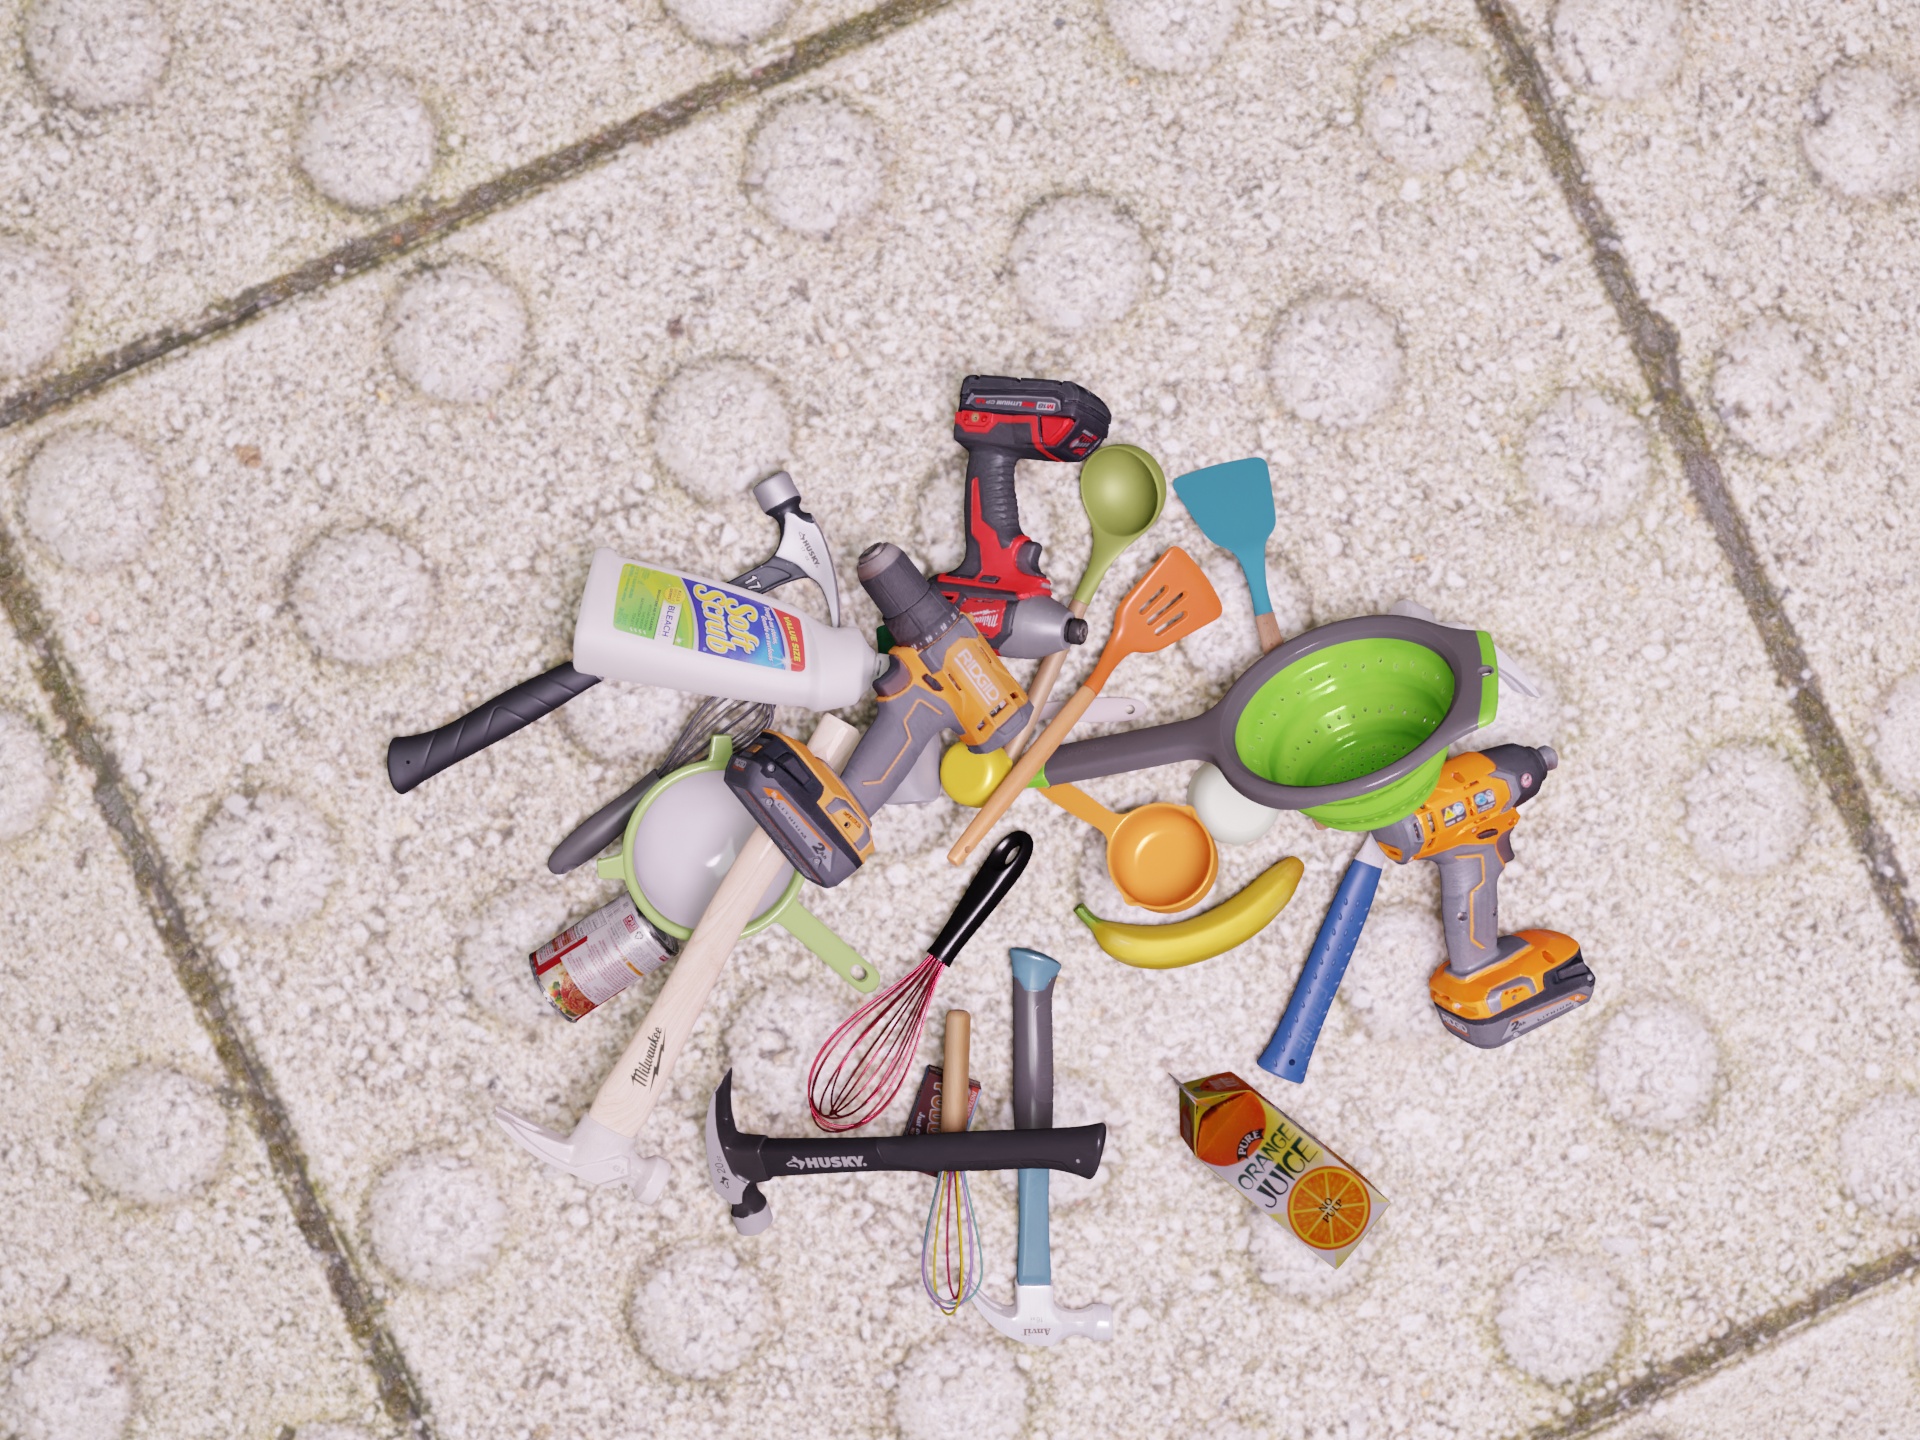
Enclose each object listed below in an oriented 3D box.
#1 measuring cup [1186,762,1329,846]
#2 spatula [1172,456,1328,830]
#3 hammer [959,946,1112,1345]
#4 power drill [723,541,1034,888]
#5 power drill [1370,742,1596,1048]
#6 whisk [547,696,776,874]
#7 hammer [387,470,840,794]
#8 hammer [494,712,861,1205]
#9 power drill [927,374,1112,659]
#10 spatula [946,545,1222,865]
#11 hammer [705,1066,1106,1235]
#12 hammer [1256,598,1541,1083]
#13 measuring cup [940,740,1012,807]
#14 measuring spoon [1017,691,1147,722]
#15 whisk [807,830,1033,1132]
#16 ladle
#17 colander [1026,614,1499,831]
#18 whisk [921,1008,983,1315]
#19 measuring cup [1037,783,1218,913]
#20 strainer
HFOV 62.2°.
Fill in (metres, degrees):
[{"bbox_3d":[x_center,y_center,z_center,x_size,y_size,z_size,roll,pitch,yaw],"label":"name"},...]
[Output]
[{"bbox_3d":[0.275,0.059,1.331,0.167,0.038,0.083,-9,91,-1],"label":"measuring cup"},{"bbox_3d":[0.258,-0.063,1.322,0.082,0.044,0.317,-15,90,-4],"label":"spatula"},{"bbox_3d":[0.063,0.355,1.332,0.128,0.033,0.331,0,91,-3],"label":"hammer"},{"bbox_3d":[-0.072,-0.008,1.210,0.226,0.084,0.185,-42,110,-17],"label":"power drill"},{"bbox_3d":[0.437,0.133,1.296,0.164,0.084,0.226,-23,102,-11],"label":"power drill"},{"bbox_3d":[-0.248,0.049,1.311,0.239,0.055,0.055,-39,92,3],"label":"whisk"},{"bbox_3d":[-0.288,-0.047,1.314,0.409,0.036,0.149,-28,93,-1],"label":"hammer"},{"bbox_3d":[-0.204,0.173,1.252,0.146,0.038,0.410,31,88,-17],"label":"hammer"},{"bbox_3d":[0.049,-0.159,1.279,0.143,0.078,0.219,10,90,26],"label":"power drill"},{"bbox_3d":[0.096,-0.006,1.291,0.323,0.041,0.081,-50,119,-19],"label":"spatula"},{"bbox_3d":[-0.047,0.336,1.252,0.335,0.035,0.146,-7,111,19],"label":"hammer"},{"bbox_3d":[0.351,0.112,1.329,0.144,0.035,0.405,22,93,-15],"label":"hammer"},{"bbox_3d":[-0.002,-0.004,1.307,0.062,0.029,0.157,-22,74,26],"label":"measuring cup"},{"bbox_3d":[0.095,-0.008,1.333,0.124,0.018,0.034,-1,91,1],"label":"measuring spoon"},{"bbox_3d":[-0.031,0.213,1.314,0.073,0.073,0.296,36,84,-2],"label":"whisk"},{"bbox_3d":[0.082,-0.076,1.305,0.078,0.062,0.320,23,87,31],"label":"ladle"},{"bbox_3d":[0.233,0.033,1.263,0.397,0.205,0.094,-12,127,26],"label":"colander"},{"bbox_3d":[-0.004,0.359,1.293,0.051,0.047,0.245,2,88,3],"label":"whisk"},{"bbox_3d":[0.136,0.095,1.325,0.174,0.052,0.095,32,87,25],"label":"measuring cup"},{"bbox_3d":[-0.166,0.136,1.314,0.256,0.069,0.151,44,84,-19],"label":"strainer"}]
